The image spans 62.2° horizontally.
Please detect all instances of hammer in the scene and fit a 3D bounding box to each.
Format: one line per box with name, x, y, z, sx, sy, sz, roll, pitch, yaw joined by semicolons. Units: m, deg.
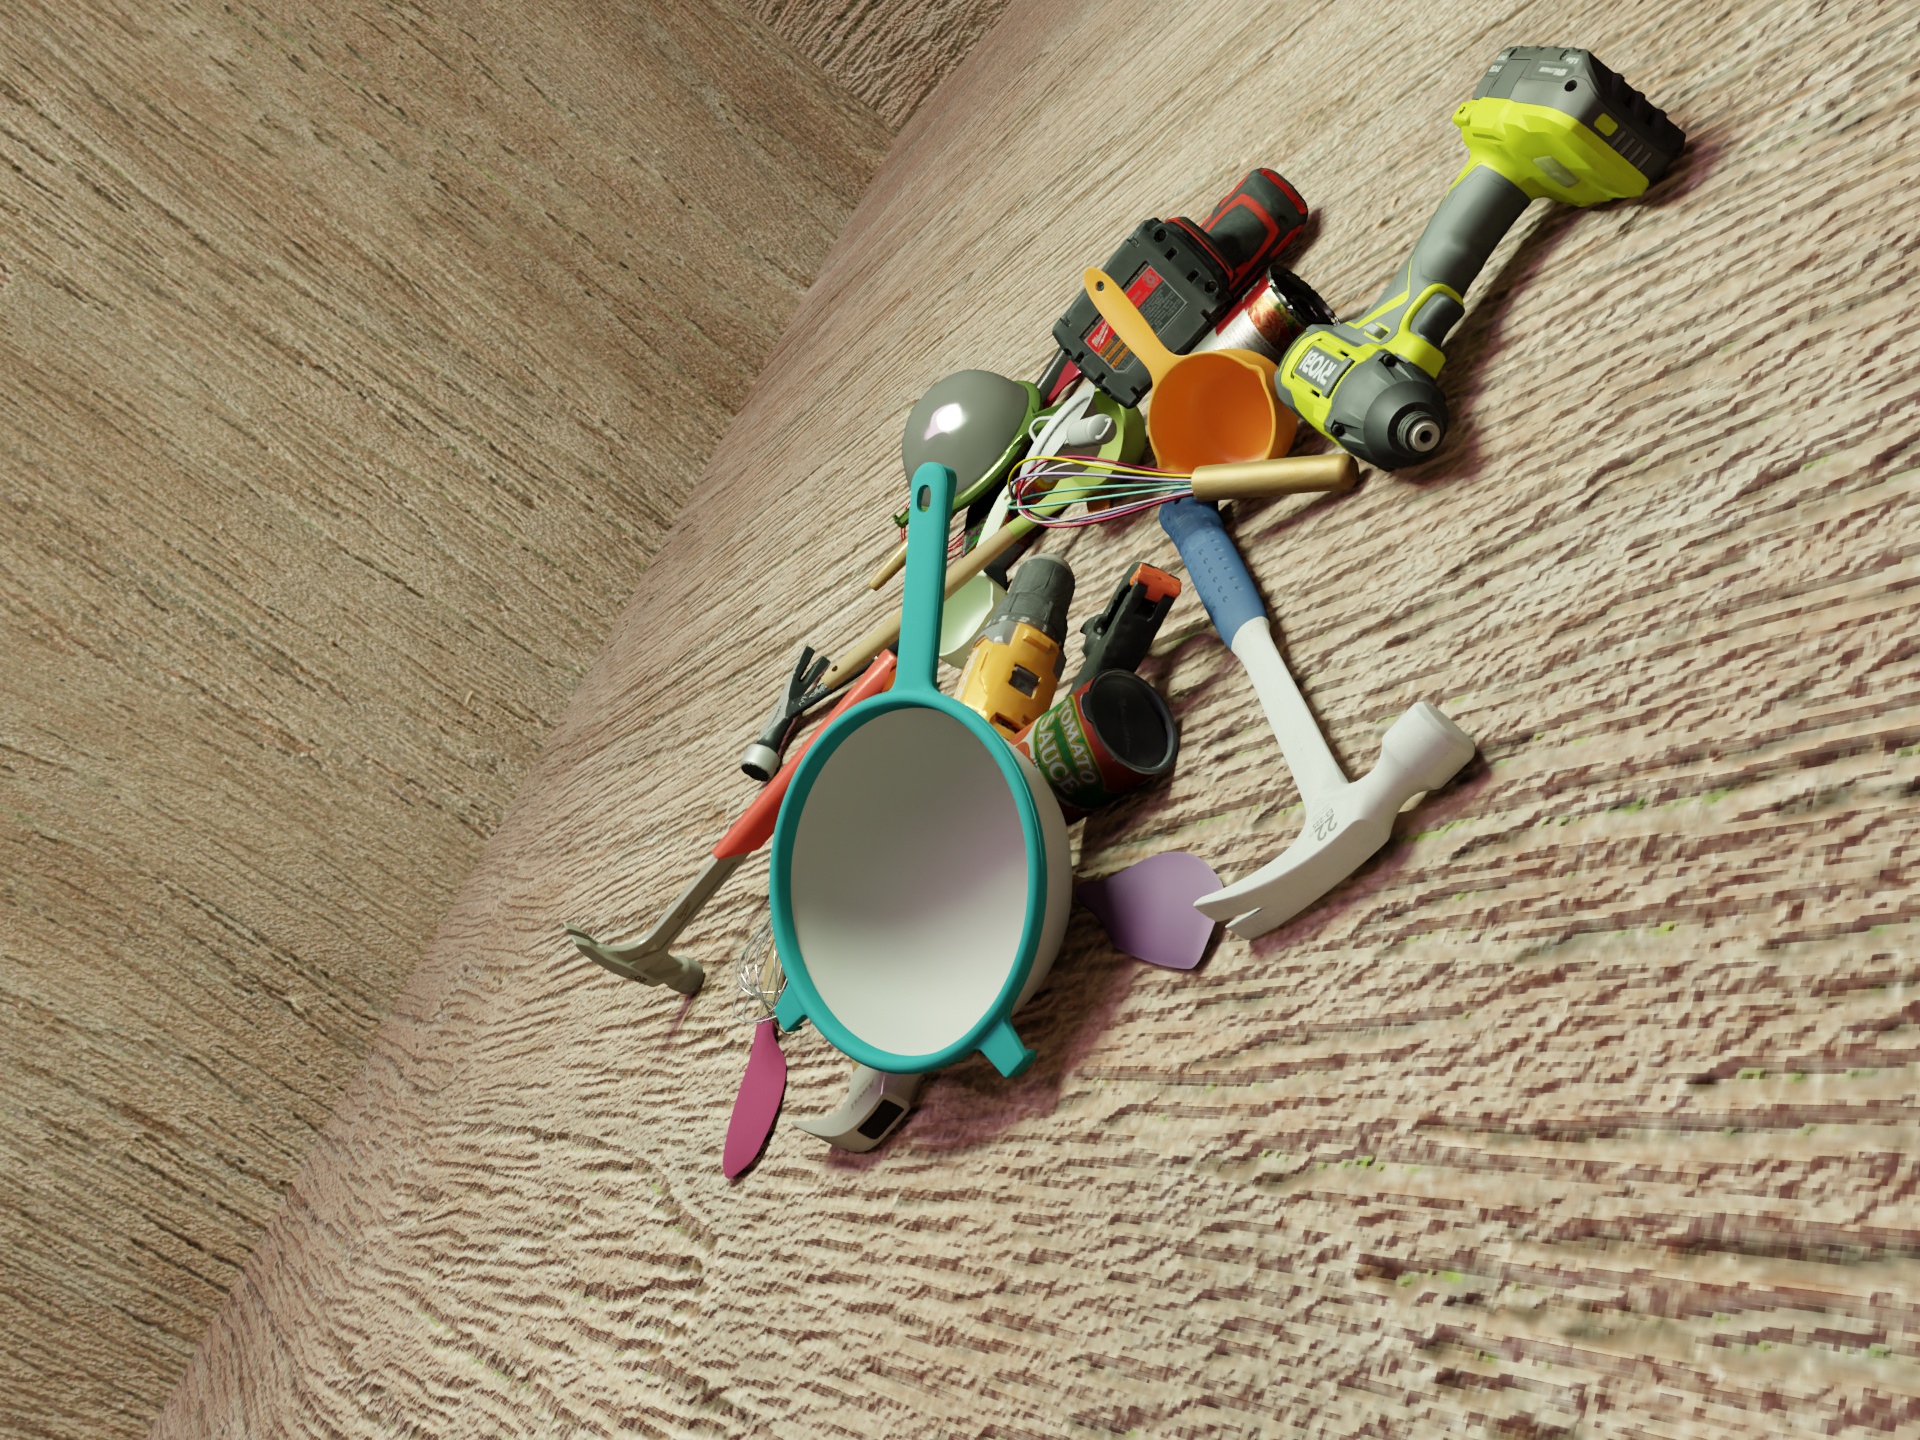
hammer;-0.174;0.080;1.358;0.359;0.149;0.037;-49;48;4
hammer;-0.068;0.171;1.085;0.130;0.031;0.332;-51;20;14
hammer;-0.080;-0.059;1.465;0.409;0.036;0.149;-28;33;53
hammer;0.156;-0.038;0.871;0.144;0.035;0.406;-49;21;21

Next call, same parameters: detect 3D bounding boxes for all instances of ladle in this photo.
ladle;0.031;-0.229;1.393;0.315;0.031;0.069;-45;4;6
ladle;0.013;-0.135;1.223;0.320;0.062;0.078;-39;43;4

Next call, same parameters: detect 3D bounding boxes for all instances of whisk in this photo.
whisk;0.047;-0.264;1.452;0.296;0.073;0.073;-51;19;0
whisk;0.126;-0.146;0.977;0.245;0.051;0.047;1;98;39
whisk;-0.130;0.145;1.239;0.070;0.070;0.285;-49;16;22

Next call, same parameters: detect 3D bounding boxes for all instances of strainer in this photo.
strainer;0.026;-0.256;1.326;0.256;0.069;0.151;-10;48;53
strainer;-0.003;0.028;0.913;0.211;0.095;0.340;0;84;43
strainer;0.082;-0.194;1.093;0.087;0.050;0.258;-54;8;5

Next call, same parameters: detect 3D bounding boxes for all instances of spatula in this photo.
spatula;0.061;0.094;0.916;0.316;0.018;0.060;2;67;66

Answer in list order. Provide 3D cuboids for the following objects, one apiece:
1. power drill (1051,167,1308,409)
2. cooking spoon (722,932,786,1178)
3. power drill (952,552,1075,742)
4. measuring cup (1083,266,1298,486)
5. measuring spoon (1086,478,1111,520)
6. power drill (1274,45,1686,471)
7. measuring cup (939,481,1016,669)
power drill;0.152;-0.304;1.163;0.188;0.080;0.227;-45;0;39
cooking spoon;-0.145;0.212;1.219;0.068;0.017;0.319;-44;23;29
power drill;-0.002;-0.003;1.092;0.226;0.084;0.185;-42;23;52
measuring cup;0.143;-0.223;1.009;0.052;0.174;0.095;-22;-19;-51
measuring spoon;0.109;-0.184;1.253;0.021;0.011;0.117;-31;32;21
power drill;0.273;-0.242;0.861;0.223;0.080;0.171;-55;18;16
measuring cup;0.025;-0.115;1.274;0.083;0.038;0.168;-8;54;49
